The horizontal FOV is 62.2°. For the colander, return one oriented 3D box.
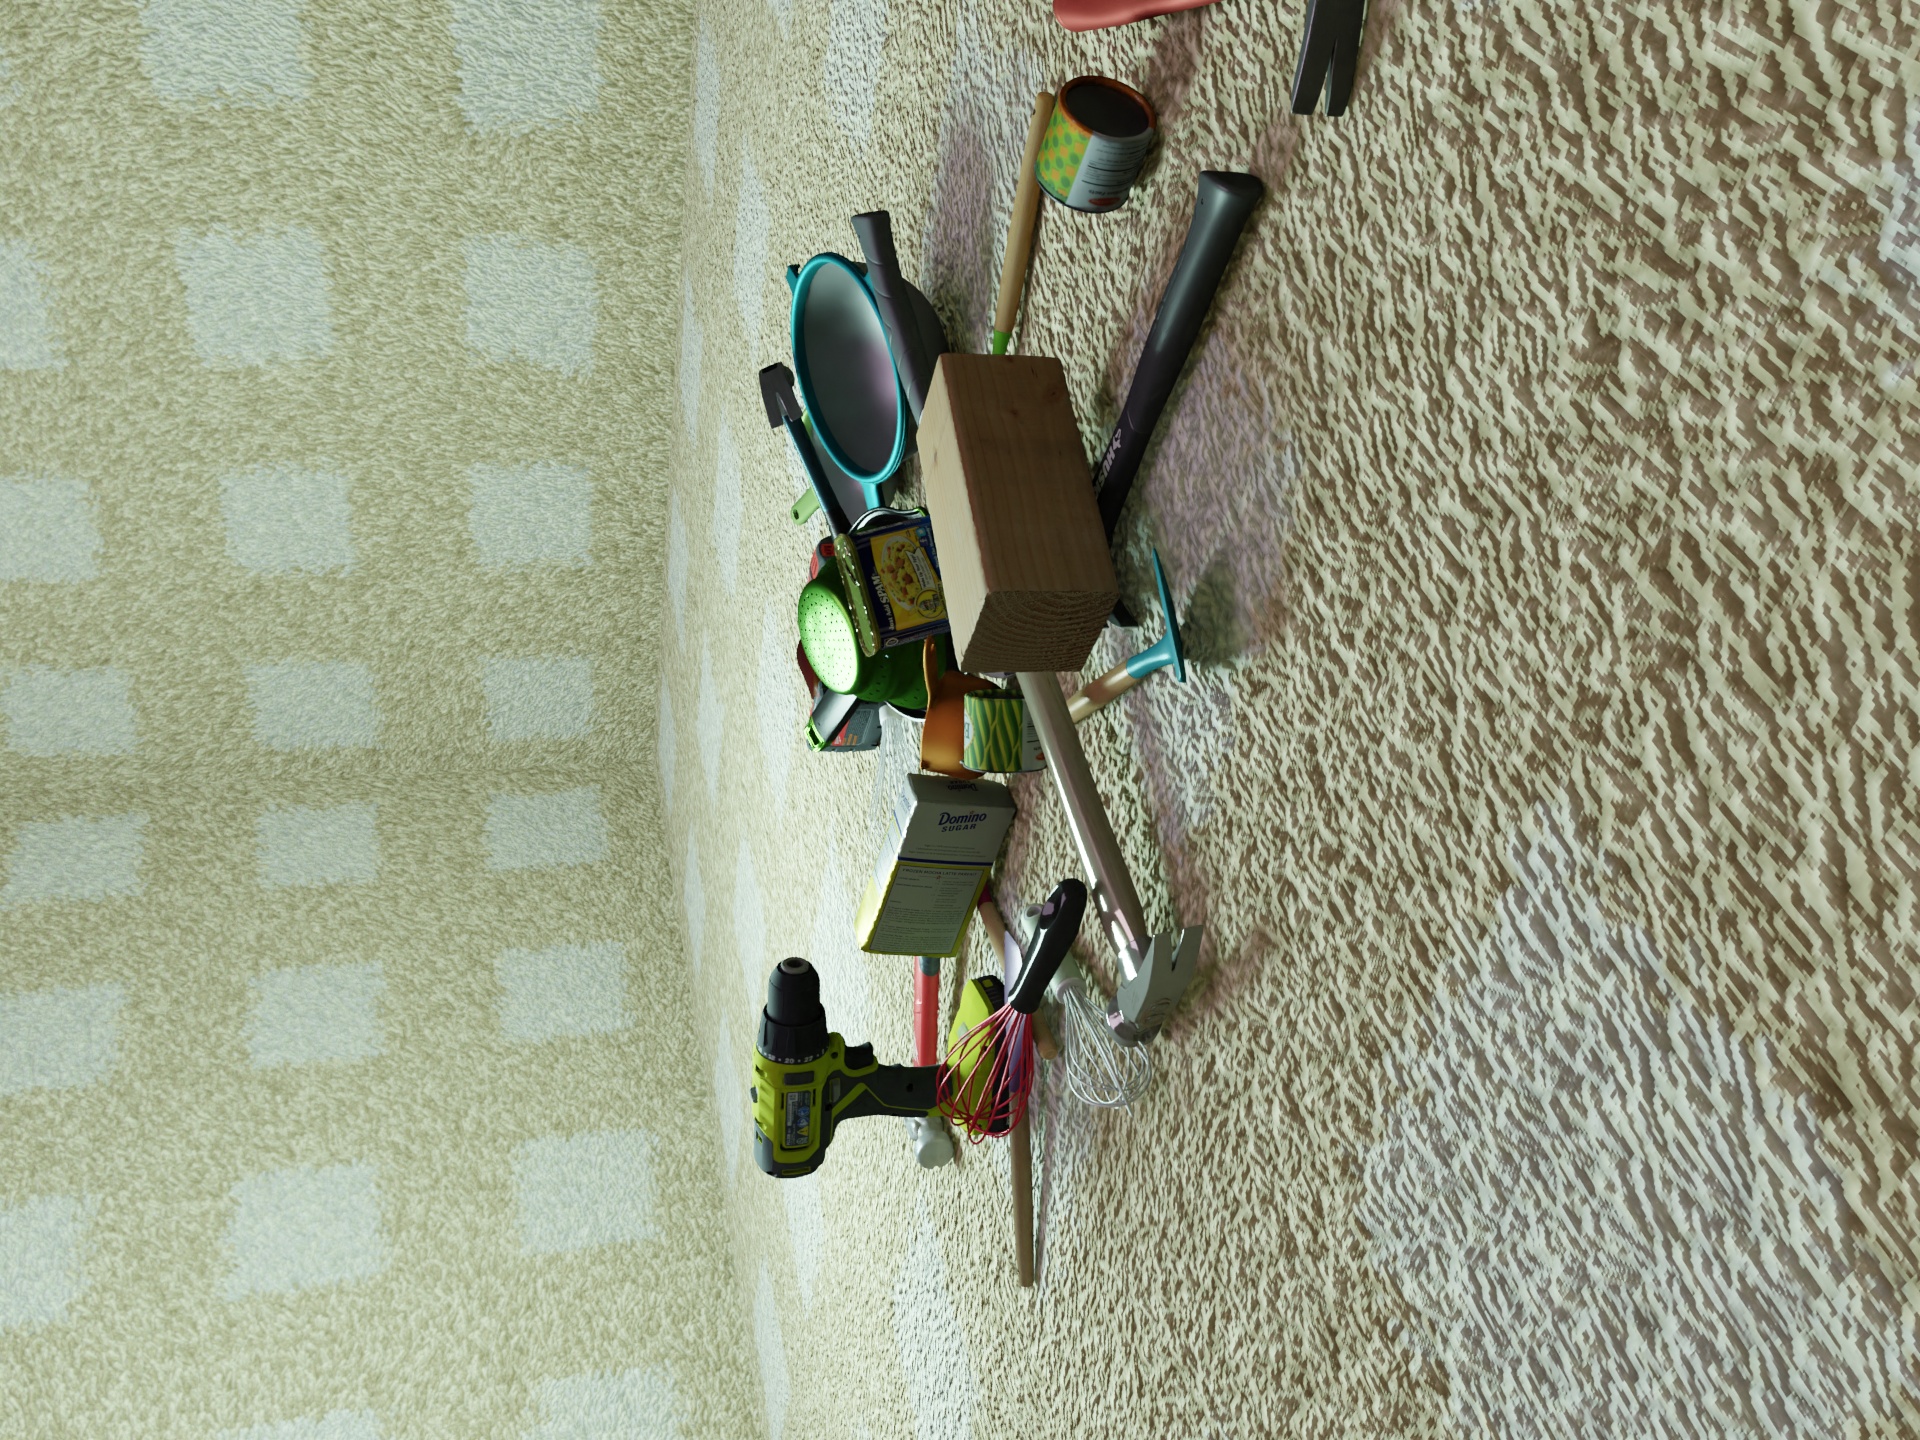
[{"bbox_3d":[-0.115,-0.052,1.527,0.205,0.094,0.397,61,148,14],"label":"colander"}]

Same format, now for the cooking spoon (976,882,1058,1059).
[{"bbox_3d":[0.029,0.178,1.377,0.319,0.017,0.068,-117,30,-54],"label":"cooking spoon"}]

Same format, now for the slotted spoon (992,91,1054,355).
[{"bbox_3d":[0.040,-0.334,1.261,0.070,0.031,0.313,-116,31,-52],"label":"slotted spoon"}]

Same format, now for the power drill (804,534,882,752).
[{"bbox_3d":[-0.142,-0.073,1.809,0.187,0.080,0.227,112,153,-54],"label":"power drill"}]

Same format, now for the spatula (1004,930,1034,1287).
[{"bbox_3d":[0.049,0.324,1.296,0.060,0.018,0.315,-134,39,-69],"label":"spatula"}]

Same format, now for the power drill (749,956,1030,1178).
[{"bbox_3d":[-0.062,0.279,1.328,0.080,0.228,0.190,-128,39,-62],"label":"power drill"}]

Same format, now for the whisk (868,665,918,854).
[{"bbox_3d":[-0.068,0.022,1.620,0.070,0.070,0.285,112,155,-54],"label":"whisk"}]

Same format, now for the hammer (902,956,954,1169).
[{"bbox_3d":[-0.036,0.236,1.535,0.143,0.038,0.386,-122,31,-61],"label":"hammer"}]

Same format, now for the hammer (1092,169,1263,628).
[{"bbox_3d":[0.119,-0.200,1.006,0.334,0.035,0.146,110,153,-51],"label":"hammer"}]

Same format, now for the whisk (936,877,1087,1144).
[{"bbox_3d":[0.039,0.211,1.138,0.295,0.073,0.073,109,153,-42],"label":"whisk"}]

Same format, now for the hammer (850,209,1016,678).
[{"bbox_3d":[-0.019,-0.229,1.313,0.149,0.036,0.409,152,101,-74],"label":"hammer"}]

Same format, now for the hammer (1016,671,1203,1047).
[{"bbox_3d":[0.072,0.012,1.106,0.146,0.038,0.411,101,155,-56],"label":"hammer"}]

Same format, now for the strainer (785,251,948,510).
[{"bbox_3d":[-0.059,-0.274,1.494,0.211,0.095,0.340,23,129,56],"label":"strainer"}]

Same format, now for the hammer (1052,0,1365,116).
[{"bbox_3d":[0.133,-0.424,0.928,0.359,0.036,0.149,-135,46,-65],"label":"hammer"}]

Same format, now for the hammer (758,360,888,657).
[{"bbox_3d":[-0.123,-0.199,1.588,0.128,0.033,0.331,-94,-19,-78],"label":"hammer"}]

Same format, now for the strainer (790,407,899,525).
[{"bbox_3d":[-0.122,-0.258,1.695,0.151,0.069,0.256,67,158,0],"label":"strainer"}]

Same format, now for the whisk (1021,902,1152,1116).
[{"bbox_3d":[0.084,0.203,1.162,0.247,0.058,0.059,-117,2,-62],"label":"whisk"}]

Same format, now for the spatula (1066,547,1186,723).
[{"bbox_3d":[0.099,-0.030,1.078,0.317,0.044,0.082,138,123,-70],"label":"spatula"}]

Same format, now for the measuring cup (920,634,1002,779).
[{"bbox_3d":[0.002,-0.015,1.290,0.173,0.052,0.095,81,-153,-60],"label":"measuring cup"}]
